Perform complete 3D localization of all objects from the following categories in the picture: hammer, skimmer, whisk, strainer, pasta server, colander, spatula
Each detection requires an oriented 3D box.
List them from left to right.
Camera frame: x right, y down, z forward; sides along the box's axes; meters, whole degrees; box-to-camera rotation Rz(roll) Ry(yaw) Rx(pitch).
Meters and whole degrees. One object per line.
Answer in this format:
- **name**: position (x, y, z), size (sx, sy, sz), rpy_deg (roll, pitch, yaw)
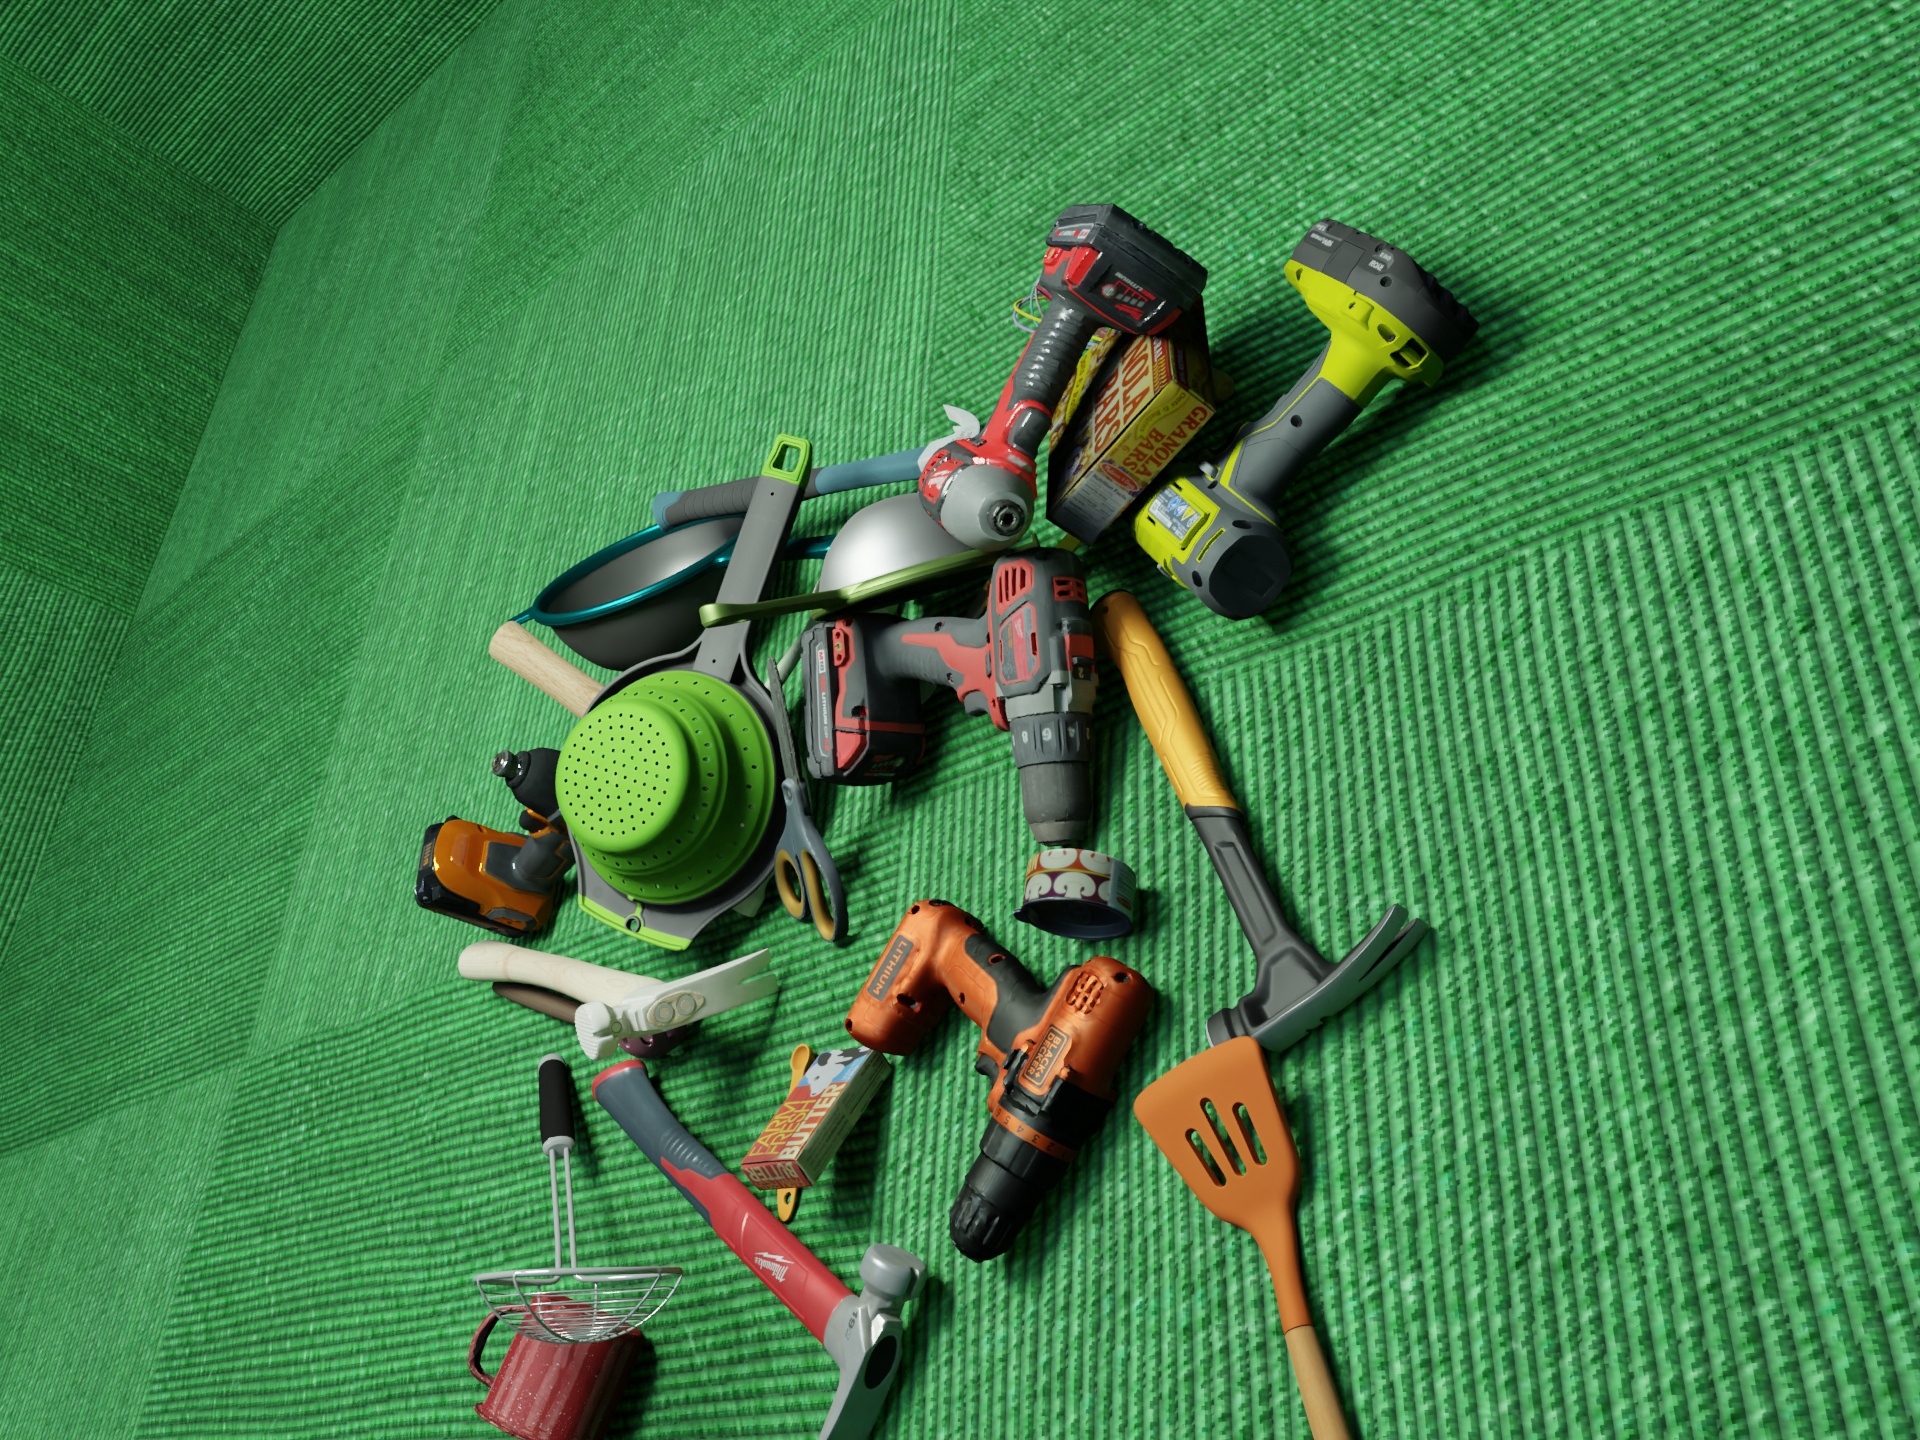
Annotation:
- **skimmer**: position (-0.275, 0.309, 1.115), size (0.364, 0.127, 0.090), rpy_deg (-130, 47, -65)
- **pasta server**: position (-0.309, 0.230, 1.283), size (0.316, 0.060, 0.040), rpy_deg (1, 105, 50)
- **hammer**: position (-0.298, 0.201, 1.257), size (0.411, 0.146, 0.038), rpy_deg (-3, 100, 56)
- **hammer**: position (-0.250, 0.011, 1.250), size (0.331, 0.031, 0.130), rpy_deg (33, 93, 23)
- **colander**: position (-0.200, -0.032, 1.167), size (0.204, 0.094, 0.397), rpy_deg (18, 88, 23)
- **hammer**: position (-0.161, 0.335, 1.052), size (0.387, 0.038, 0.143), rpy_deg (21, 89, 52)
- **strainer**: position (-0.203, -0.101, 1.327), size (0.340, 0.095, 0.211), rpy_deg (-1, 31, 39)
- **hammer**: position (-0.121, -0.190, 1.281), size (0.331, 0.033, 0.128), rpy_deg (-4, 37, 33)
- **strainer**: position (-0.079, -0.112, 1.091), size (0.151, 0.256, 0.069), rpy_deg (-16, 90, 46)
- **whisk**: position (0.117, -0.278, 1.154), size (0.245, 0.047, 0.051), rpy_deg (41, 110, 47)
- **hammer**: position (0.145, 0.033, 0.924), size (0.127, 0.034, 0.337), rpy_deg (-42, 41, 21)
- **spatula**: position (0.158, 0.303, 0.729), size (0.081, 0.041, 0.323), rpy_deg (-36, 45, 25)

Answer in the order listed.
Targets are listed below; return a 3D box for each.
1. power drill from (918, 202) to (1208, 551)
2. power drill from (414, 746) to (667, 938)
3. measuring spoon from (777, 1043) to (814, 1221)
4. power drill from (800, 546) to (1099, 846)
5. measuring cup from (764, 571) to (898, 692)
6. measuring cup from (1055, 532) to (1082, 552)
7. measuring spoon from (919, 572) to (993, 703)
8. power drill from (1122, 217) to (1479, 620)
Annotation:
- **power drill**: position (0.054, -0.207, 0.996), size (0.219, 0.078, 0.143), rpy_deg (-58, 19, 8)
- **power drill**: position (-0.361, 0.095, 1.328), size (0.226, 0.164, 0.084), rpy_deg (-30, 47, 34)
- **measuring spoon**: position (-0.109, 0.275, 1.063), size (0.021, 0.011, 0.117), rpy_deg (-22, 54, 43)
- **power drill**: position (-0.002, -0.003, 1.057), size (0.227, 0.080, 0.188), rpy_deg (-11, 80, 43)
- **measuring cup**: position (-0.106, -0.062, 1.255), size (0.167, 0.038, 0.083), rpy_deg (-53, 39, 11)
- **measuring cup**: position (0.079, -0.109, 1.102), size (0.156, 0.029, 0.062), rpy_deg (-50, 36, -4)
- **measuring spoon**: position (-0.007, -0.062, 1.135), size (0.124, 0.018, 0.034), rpy_deg (-56, 22, 31)
- **power drill**: position (0.190, -0.189, 0.987), size (0.228, 0.080, 0.191), rpy_deg (-52, 30, 13)
